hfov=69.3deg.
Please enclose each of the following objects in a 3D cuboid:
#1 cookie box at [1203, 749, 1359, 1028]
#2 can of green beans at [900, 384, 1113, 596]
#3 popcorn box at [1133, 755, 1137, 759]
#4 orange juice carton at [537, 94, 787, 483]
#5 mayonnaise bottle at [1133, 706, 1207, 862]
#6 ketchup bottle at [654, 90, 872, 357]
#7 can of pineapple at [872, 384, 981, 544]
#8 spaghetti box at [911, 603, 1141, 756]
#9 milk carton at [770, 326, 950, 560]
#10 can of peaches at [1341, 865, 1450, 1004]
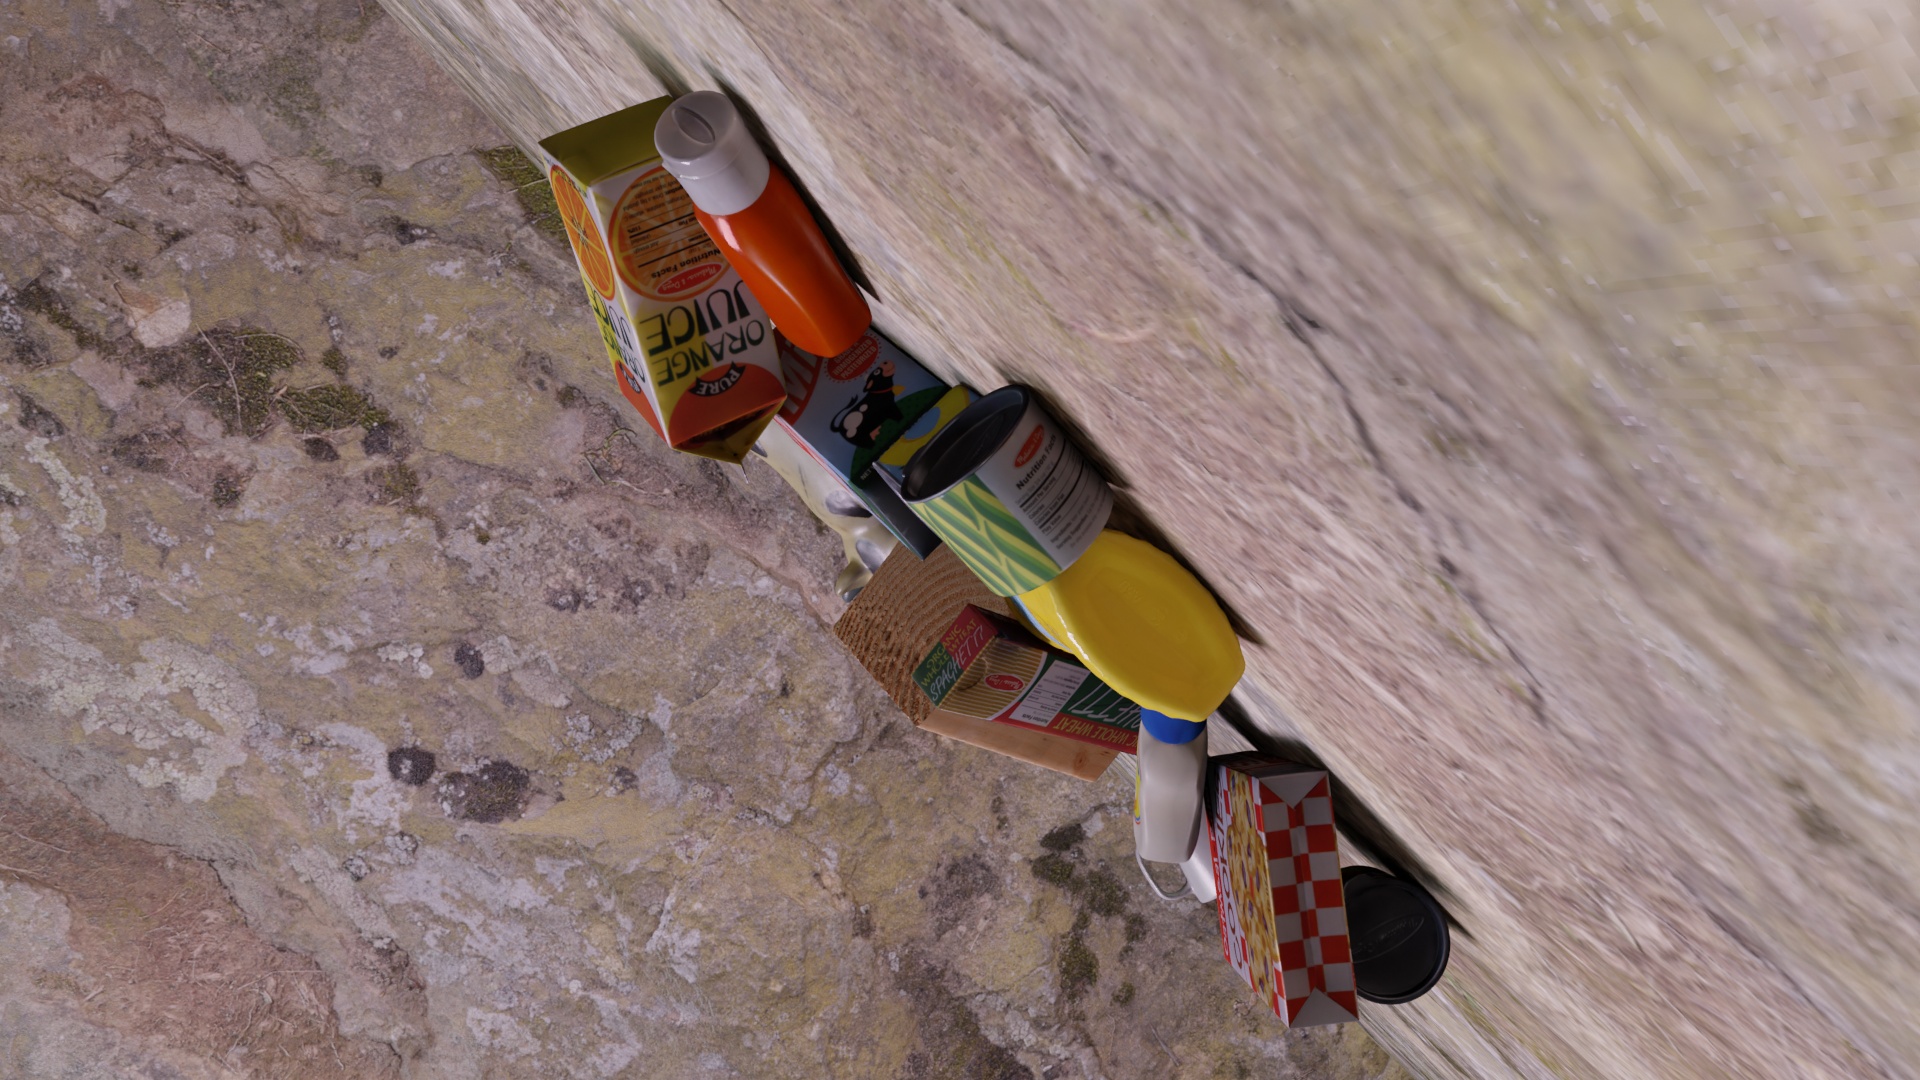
[{"bbox_3d":[0.172,0.183,0.765,0.167,0.040,0.123,92,172,-84],"label":"cookie box"},{"bbox_3d":[0.019,-0.020,0.560,0.057,0.071,0.071,47,176,-21],"label":"can of green beans"},{"bbox_3d":[0.150,0.158,1.201,0.085,0.038,0.126,45,176,11],"label":"popcorn box"},{"bbox_3d":[-0.145,-0.120,0.719,0.072,0.073,0.191,42,151,44],"label":"orange juice carton"},{"bbox_3d":[0.120,0.123,0.795,0.147,0.041,0.065,83,-167,-46],"label":"mayonnaise bottle"},{"bbox_3d":[-0.089,-0.140,0.625,0.065,0.043,0.148,43,175,26],"label":"ketchup bottle"},{"bbox_3d":[0.001,-0.033,0.671,0.071,0.058,0.071,45,176,4],"label":"can of pineapple"},{"bbox_3d":[0.065,0.085,0.778,0.029,0.050,0.250,47,-166,35],"label":"spaghetti box"},{"bbox_3d":[-0.063,-0.077,0.786,0.191,0.072,0.073,43,175,42],"label":"milk carton"},{"bbox_3d":[0.228,0.215,0.770,0.071,0.071,0.058,45,176,5],"label":"can of peaches"}]
